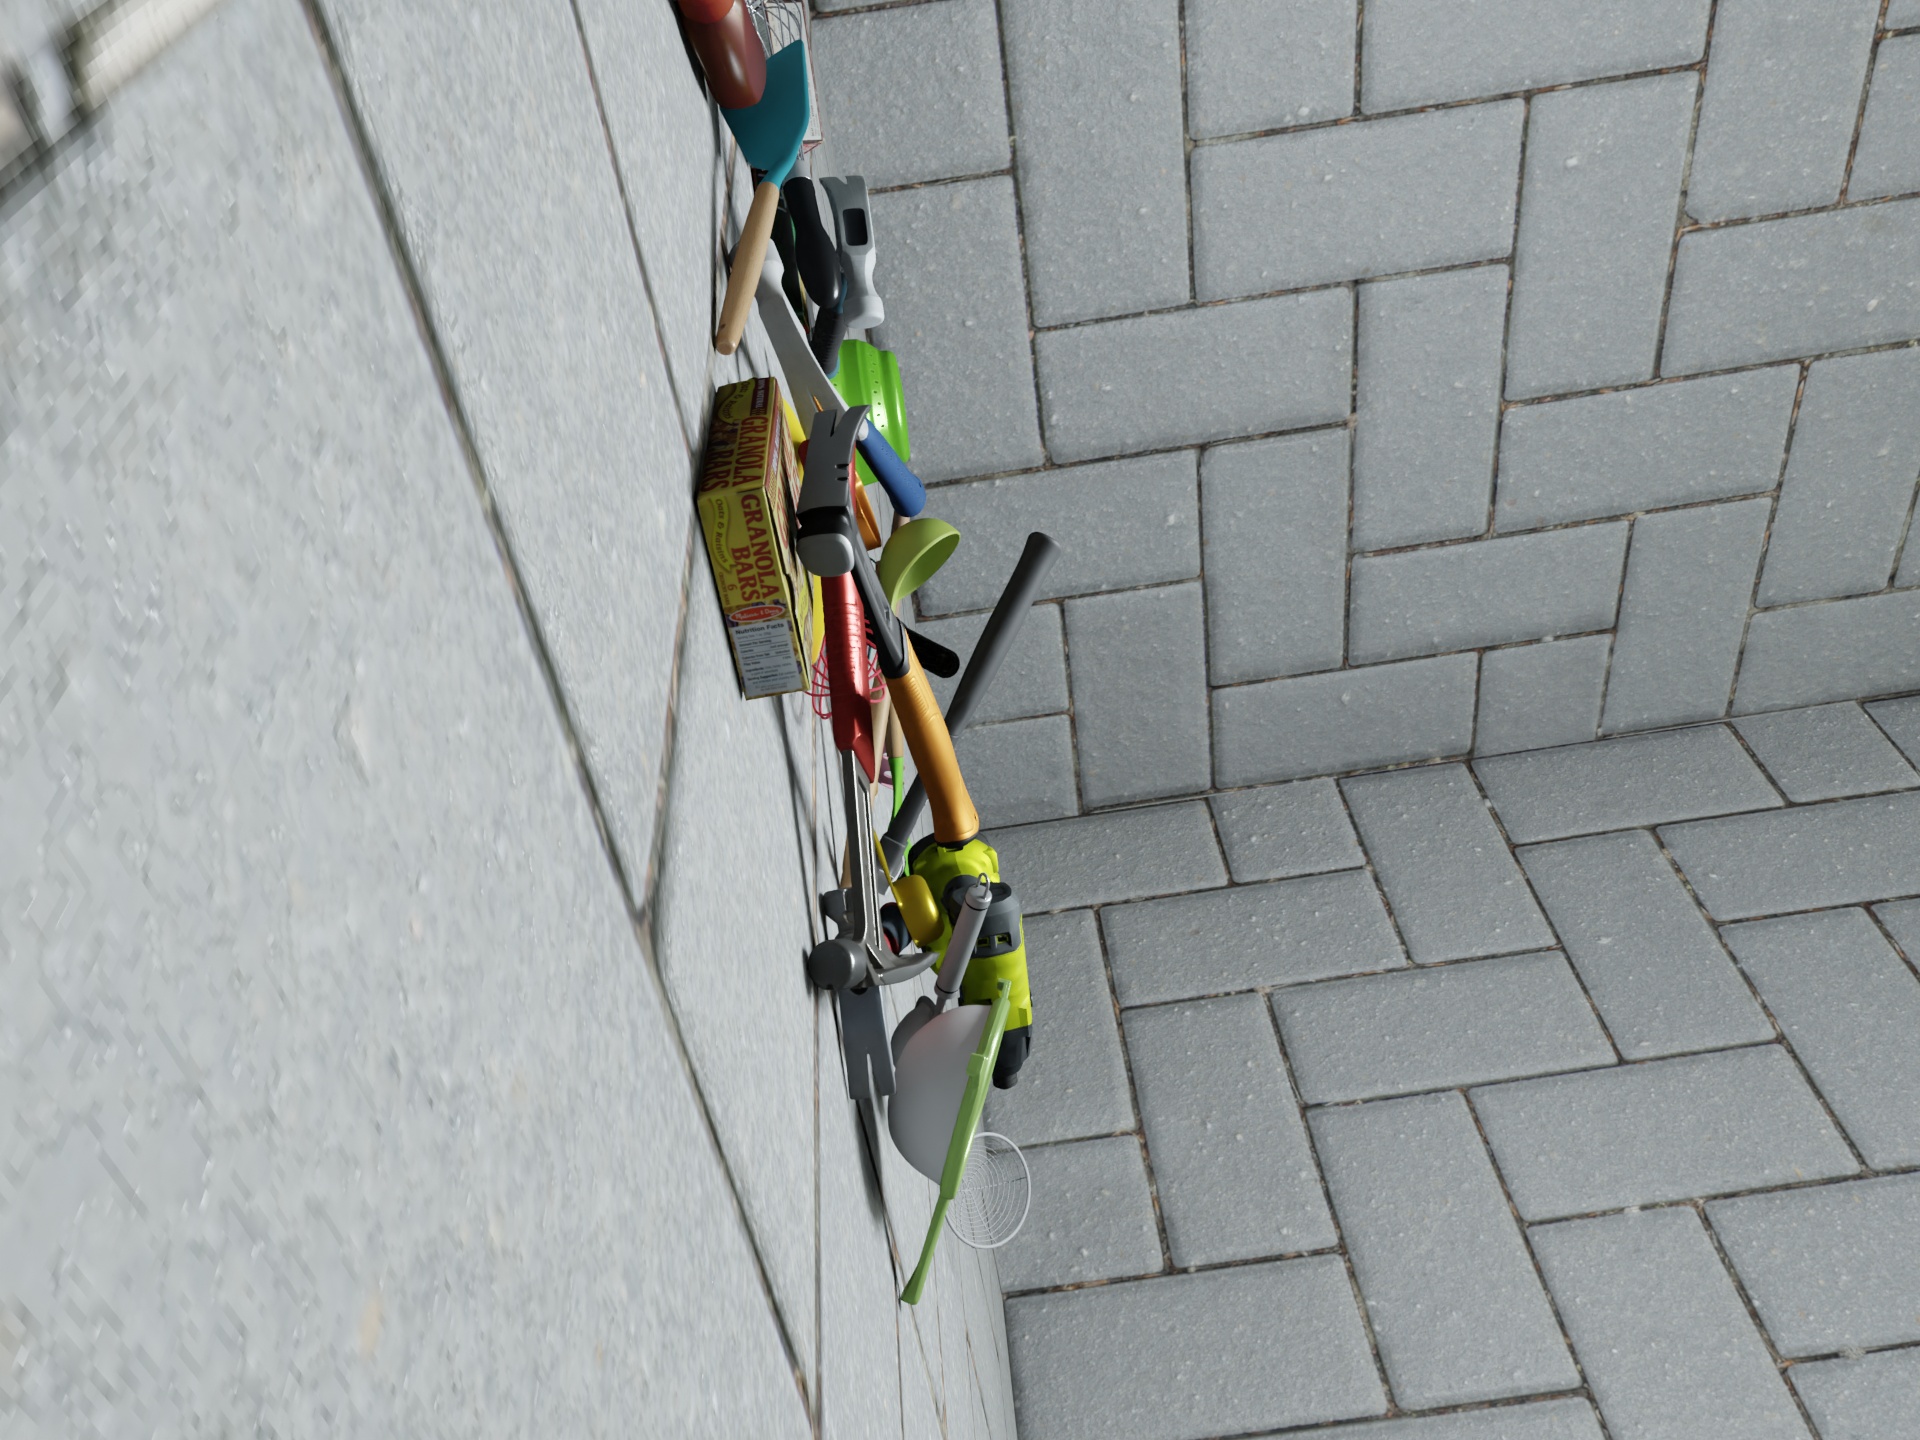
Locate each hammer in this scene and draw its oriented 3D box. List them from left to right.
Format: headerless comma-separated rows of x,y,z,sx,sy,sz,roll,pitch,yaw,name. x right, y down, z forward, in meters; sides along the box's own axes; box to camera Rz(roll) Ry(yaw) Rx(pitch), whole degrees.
-0.101,-0.342,1.307,0.331,0.033,0.128,160,-76,-80,hammer
-0.083,-0.230,1.250,0.405,0.035,0.144,40,26,-76,hammer
-0.067,-0.008,1.038,0.149,0.037,0.359,9,75,-70,hammer
-0.063,0.197,1.257,0.386,0.038,0.143,70,13,-86,hammer
-0.037,-0.036,1.003,0.336,0.034,0.127,71,16,-47,hammer
-0.002,-0.004,1.335,0.335,0.035,0.146,-63,177,4,hammer

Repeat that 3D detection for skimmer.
0.010,0.459,1.706,0.127,0.090,0.362,-61,156,-29,skimmer

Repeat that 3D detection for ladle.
-0.052,-0.017,1.263,0.078,0.062,0.320,110,-11,-69,ladle

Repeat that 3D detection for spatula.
-0.140,-0.345,1.056,0.044,0.082,0.318,44,34,-35,spatula

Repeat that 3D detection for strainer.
-0.028,0.318,1.183,0.151,0.069,0.256,-55,162,-73,strainer
-0.015,0.213,1.244,0.087,0.050,0.258,-118,-144,-45,strainer

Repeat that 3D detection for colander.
-0.114,-0.382,1.550,0.205,0.094,0.397,-95,177,-74,colander

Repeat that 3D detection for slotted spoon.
-0.062,0.008,1.476,0.070,0.031,0.314,-16,103,-82,slotted spoon

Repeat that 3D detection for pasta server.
-0.064,-0.076,1.547,0.060,0.040,0.316,-123,-143,-60,pasta server

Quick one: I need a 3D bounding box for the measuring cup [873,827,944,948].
-0.043,0.118,1.221,0.156,0.029,0.062,73,-6,-47,measuring cup

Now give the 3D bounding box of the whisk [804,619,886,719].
-0.096,-0.073,1.215,0.296,0.073,0.073,-111,-169,-65,whisk

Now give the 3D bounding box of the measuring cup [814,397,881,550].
-0.119,-0.209,1.280,0.095,0.052,0.173,-99,166,-67,measuring cup

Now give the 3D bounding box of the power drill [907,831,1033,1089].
0.013,0.196,1.357,0.223,0.080,0.171,-121,-157,-72,power drill

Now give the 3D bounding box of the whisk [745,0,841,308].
-0.129,-0.427,1.169,0.070,0.070,0.285,78,-3,-73,whisk

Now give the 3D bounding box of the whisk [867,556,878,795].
-0.093,-0.046,1.501,0.047,0.051,0.245,99,-14,-74,whisk
